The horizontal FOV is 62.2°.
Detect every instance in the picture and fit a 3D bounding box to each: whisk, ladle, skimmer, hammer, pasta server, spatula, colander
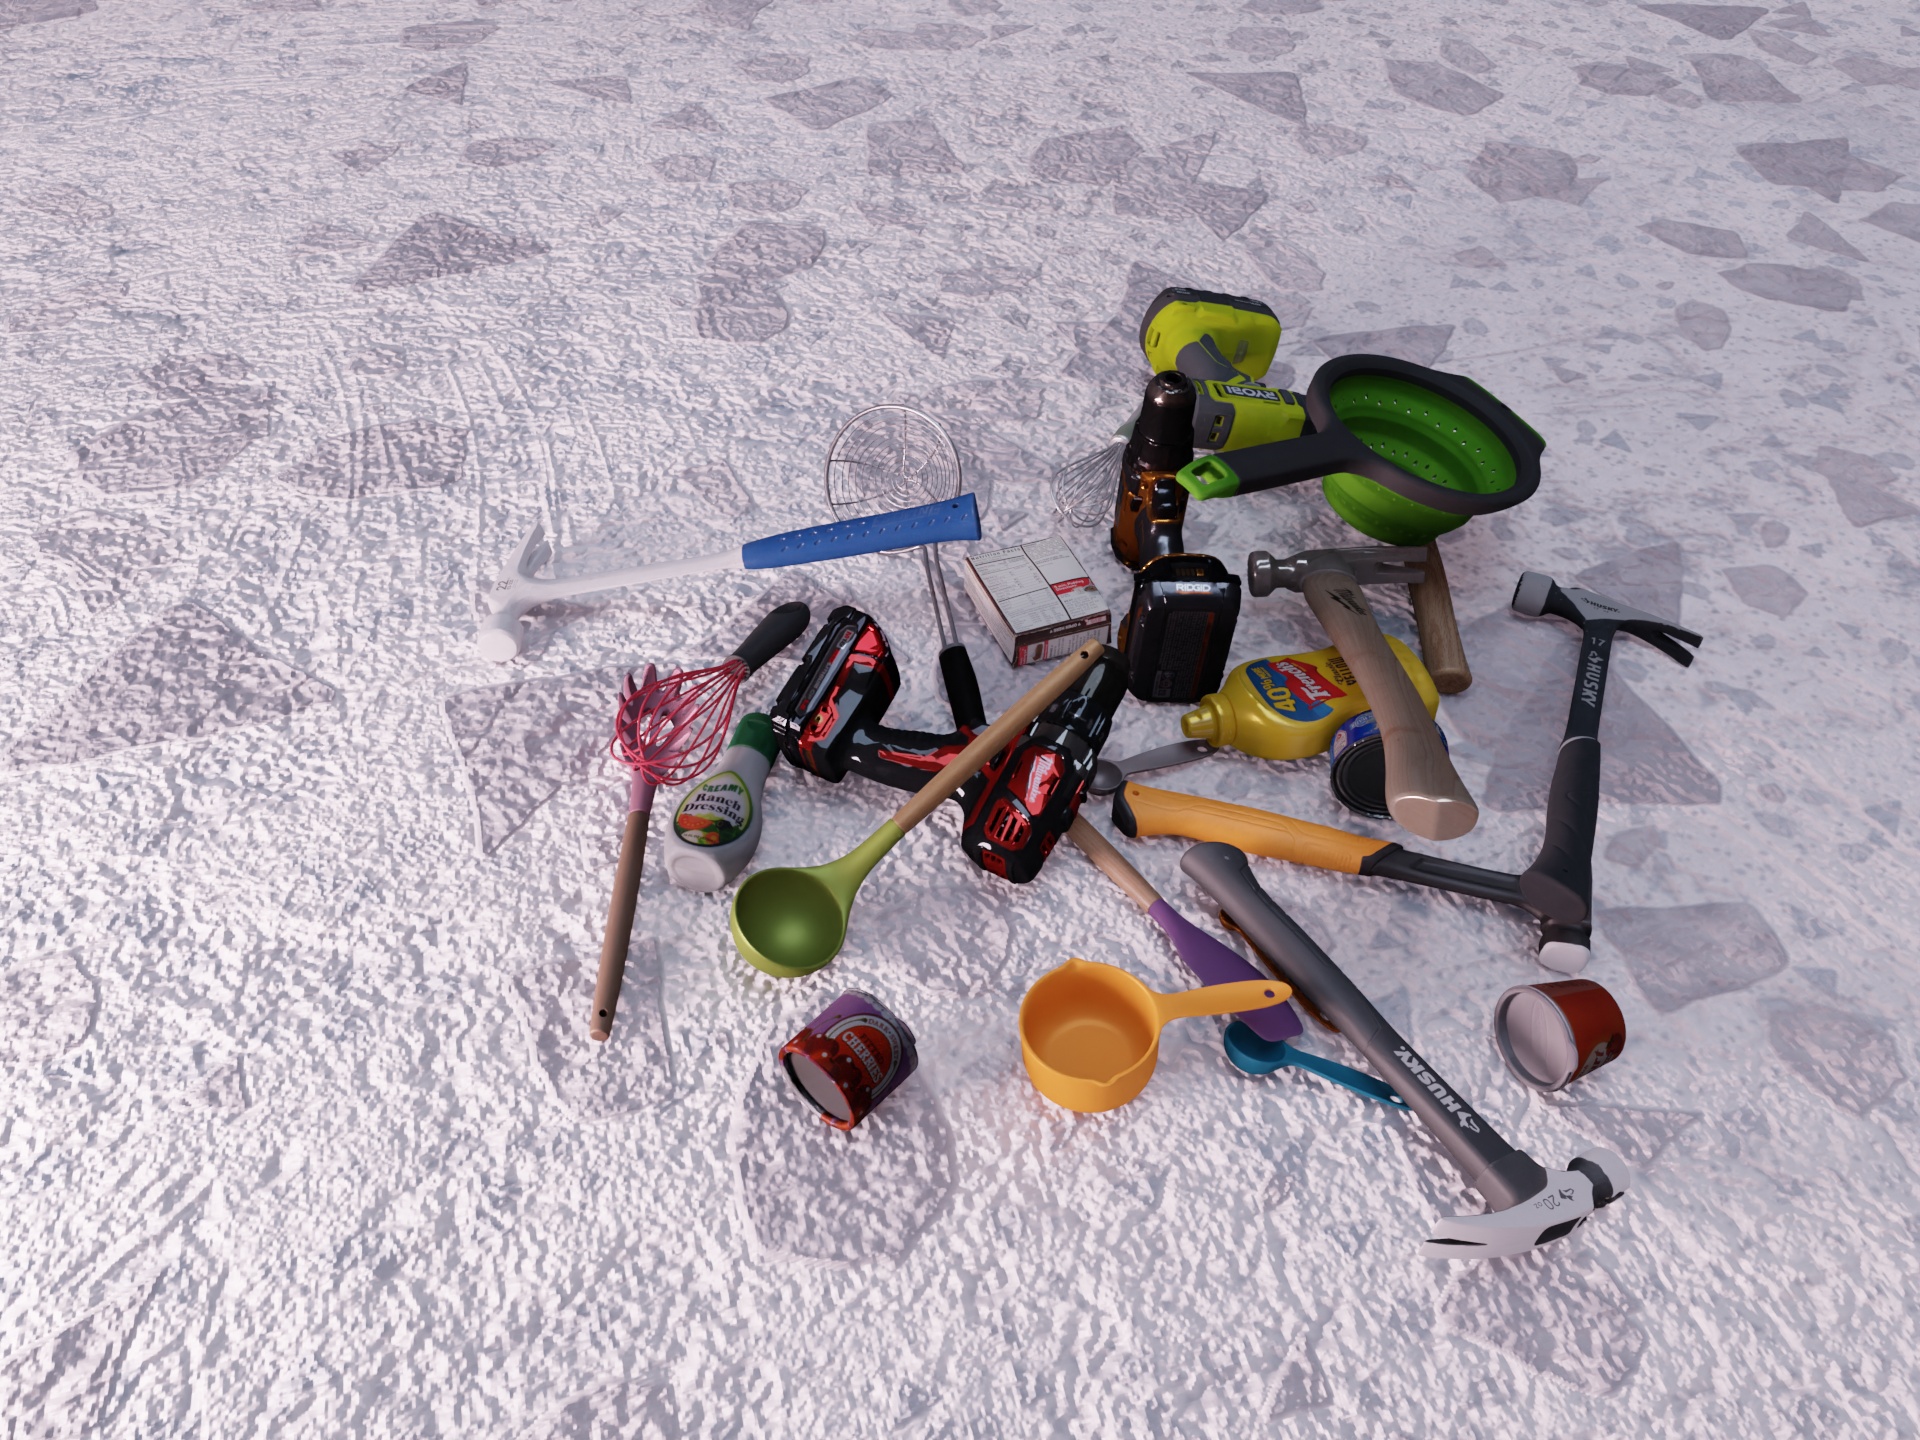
[{"bbox_3d":[0.143,-0.248,1.466,0.059,0.058,0.246,44,45,-7],"label":"whisk"},{"bbox_3d":[-0.023,0.051,1.066,0.320,0.062,0.078,-42,80,-6],"label":"ladle"},{"bbox_3d":[-0.035,-0.111,1.286,0.127,0.090,0.364,-32,46,19],"label":"skimmer"},{"bbox_3d":[-0.175,-0.030,1.188,0.073,0.073,0.296,14,28,12],"label":"whisk"},{"bbox_3d":[0.250,0.194,1.006,0.146,0.035,0.335,-13,45,-32],"label":"hammer"},{"bbox_3d":[-0.229,0.083,1.118,0.060,0.040,0.317,9,45,-9],"label":"pasta server"},{"bbox_3d":[0.402,-0.145,1.379,0.130,0.031,0.332,3,45,2],"label":"hammer"},{"bbox_3d":[0.276,0.087,1.135,0.337,0.034,0.127,12,46,10],"label":"hammer"},{"bbox_3d":[0.466,0.013,1.182,0.149,0.036,0.409,19,39,13],"label":"hammer"},{"bbox_3d":[0.122,0.113,1.111,0.059,0.018,0.316,-3,36,-43],"label":"spatula"},{"bbox_3d":[0.310,-0.195,1.296,0.397,0.094,0.205,-17,54,-35],"label":"colander"},{"bbox_3d":[0.311,-0.036,1.150,0.146,0.038,0.411,-3,28,2],"label":"hammer"},{"bbox_3d":[-0.185,-0.135,1.288,0.405,0.035,0.144,-9,43,7],"label":"hammer"}]

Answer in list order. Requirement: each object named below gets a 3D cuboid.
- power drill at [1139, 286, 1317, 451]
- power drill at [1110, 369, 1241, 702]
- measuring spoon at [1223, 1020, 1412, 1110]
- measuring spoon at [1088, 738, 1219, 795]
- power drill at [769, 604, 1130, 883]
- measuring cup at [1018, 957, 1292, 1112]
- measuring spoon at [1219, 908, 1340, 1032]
[{"bbox_3d":[0.264,-0.320,1.496,0.171,0.080,0.223,4,38,-14],"label":"power drill"},{"bbox_3d":[0.167,-0.150,1.269,0.084,0.185,0.226,1,48,-4],"label":"power drill"},{"bbox_3d":[0.226,0.227,1.007,0.128,0.021,0.042,21,25,6],"label":"measuring spoon"},{"bbox_3d":[0.143,0.036,1.201,0.124,0.018,0.034,-13,45,-24],"label":"measuring spoon"},{"bbox_3d":[-0.002,-0.004,1.156,0.227,0.080,0.188,24,69,18],"label":"power drill"},{"bbox_3d":[0.122,0.196,1.001,0.173,0.052,0.095,-8,45,-6],"label":"measuring cup"},{"bbox_3d":[0.215,0.168,1.070,0.021,0.011,0.117,-18,51,-33],"label":"measuring spoon"}]
